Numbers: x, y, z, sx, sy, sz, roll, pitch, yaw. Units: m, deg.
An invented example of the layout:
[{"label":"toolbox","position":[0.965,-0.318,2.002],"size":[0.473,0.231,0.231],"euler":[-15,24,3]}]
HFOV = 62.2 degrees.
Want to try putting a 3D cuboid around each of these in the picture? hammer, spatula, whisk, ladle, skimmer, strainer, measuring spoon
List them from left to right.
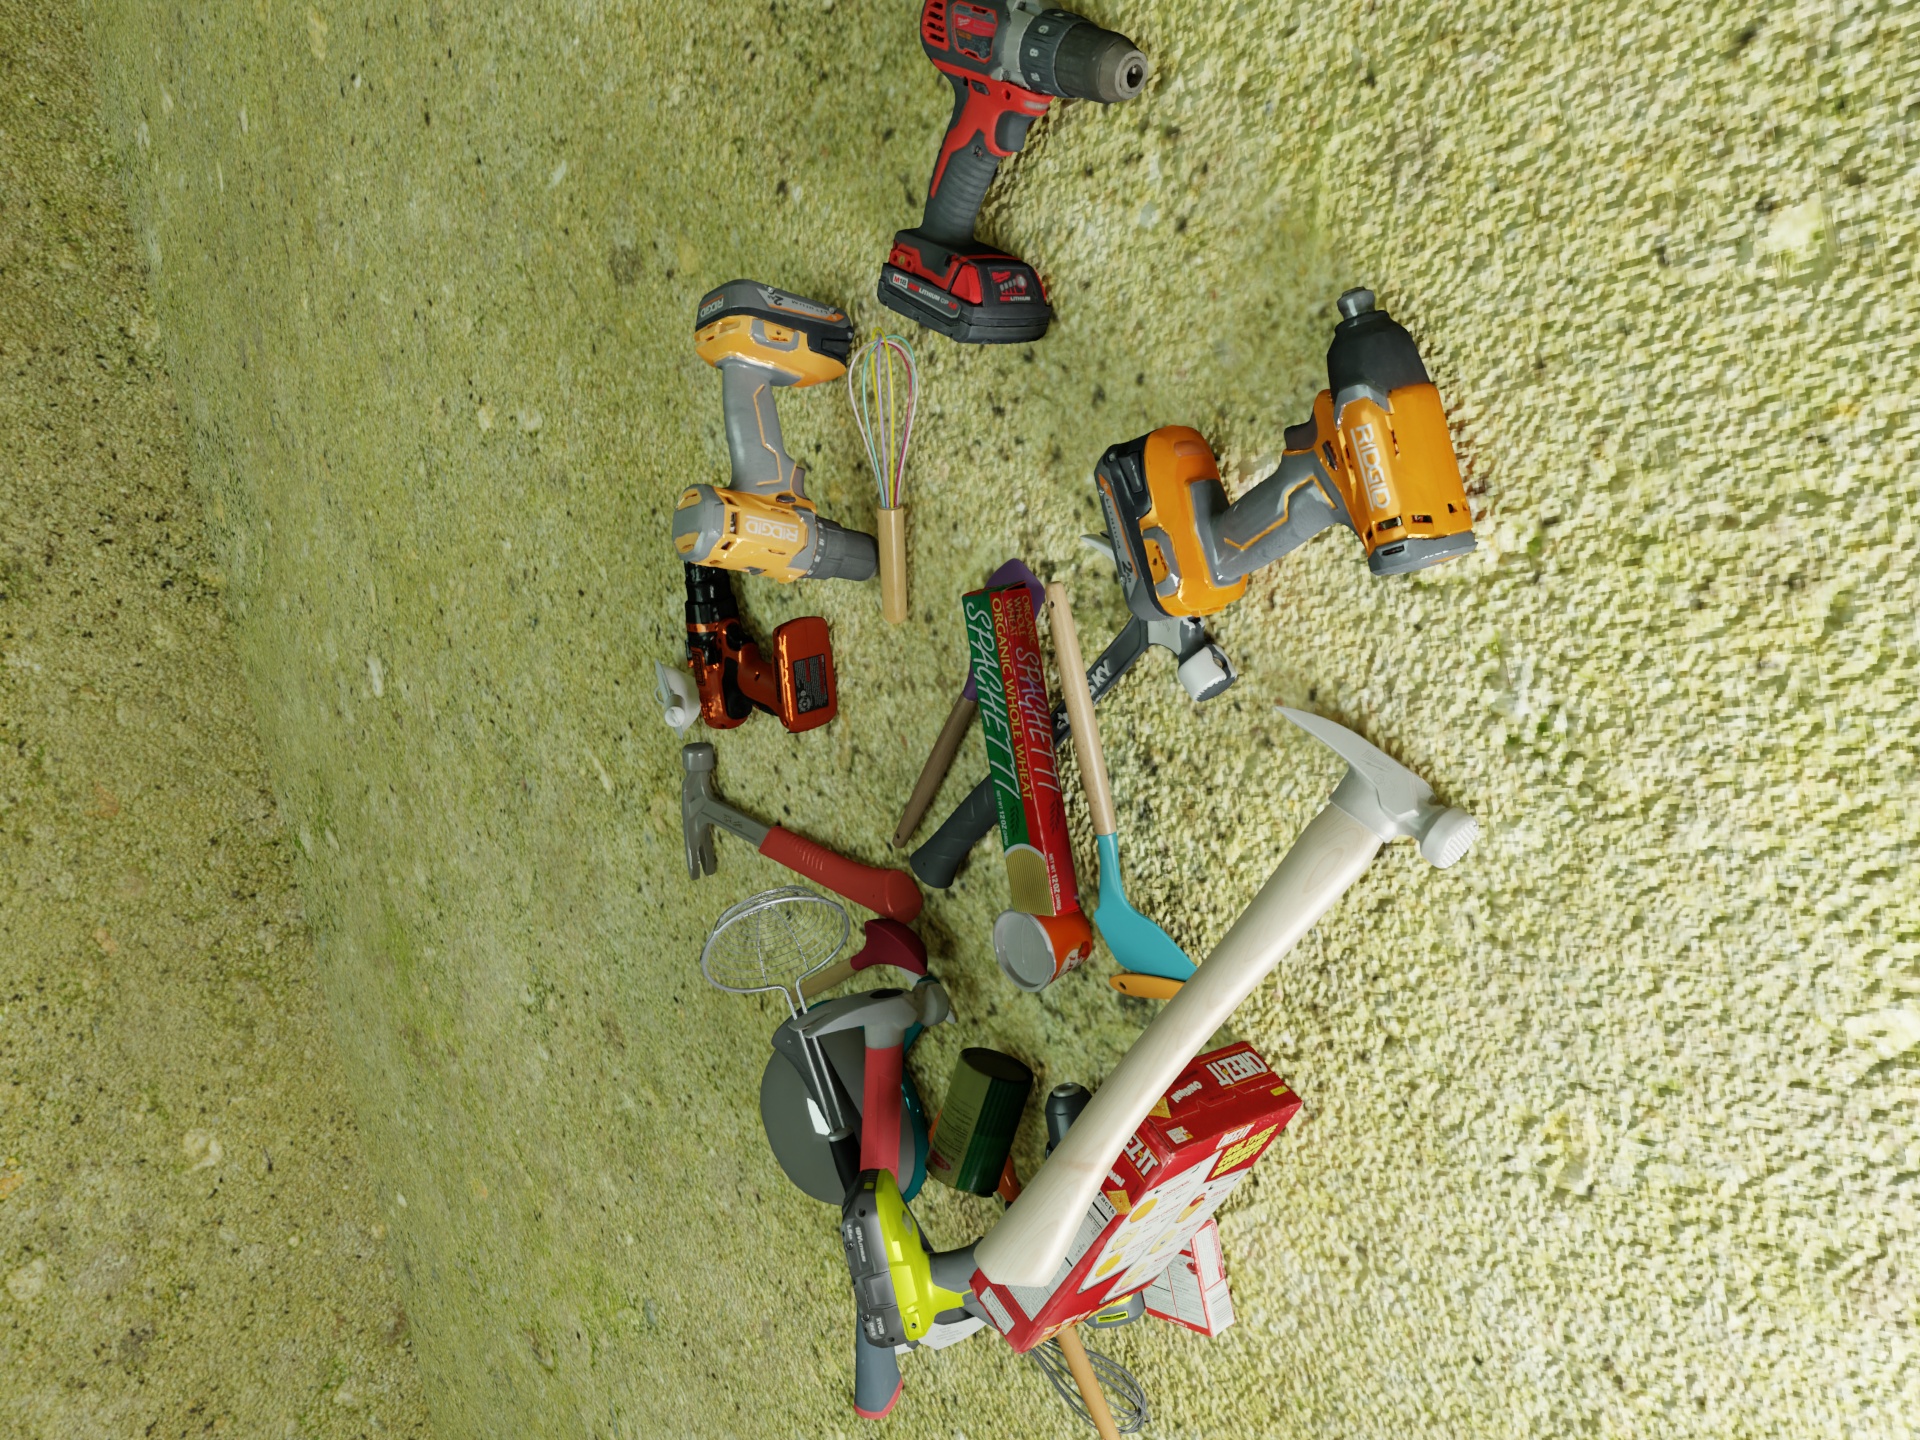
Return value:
[{"label":"strainer","position":[-0.275,-0.016,1.548],"size":[0.258,0.050,0.087],"euler":[-144,37,-78]},{"label":"hammer","position":[-0.163,0.133,1.530],"size":[0.359,0.036,0.149],"euler":[19,117,46]},{"label":"skimmer","position":[-0.117,0.307,1.346],"size":[0.090,0.127,0.363],"euler":[-147,39,-75]},{"label":"strainer","position":[-0.108,0.344,1.484],"size":[0.211,0.095,0.340],"euler":[54,140,23]},{"label":"ladle","position":[-0.106,0.233,1.483],"size":[0.069,0.031,0.315],"euler":[45,148,-5]},{"label":"hammer","position":[-0.082,0.417,1.350],"size":[0.038,0.143,0.386],"euler":[16,107,50]},{"label":"hammer","position":[-0.073,0.408,1.427],"size":[0.146,0.035,0.335],"euler":[-26,94,26]},{"label":"whisk","position":[-0.058,-0.195,1.285],"size":[0.047,0.051,0.244],"euler":[20,123,38]},{"label":"measuring spoon","position":[-0.040,0.224,1.435],"size":[0.124,0.018,0.034],"euler":[46,142,21]},{"label":"spatula","position":[-0.002,-0.004,1.301],"size":[0.060,0.018,0.315],"euler":[50,135,28]},{"label":"spatula","position":[0.058,0.466,1.343],"size":[0.323,0.041,0.081],"euler":[62,140,37]},{"label":"whisk","position":[0.059,0.524,1.352],"size":[0.239,0.055,0.055],"euler":[30,125,24]},{"label":"hammer","position":[0.056,0.018,1.225],"size":[0.149,0.036,0.408],"euler":[60,140,19]},{"label":"spatula","position":[0.105,0.051,1.139],"size":[0.082,0.044,0.317],"euler":[3,111,47]},{"label":"measuring spoon","position":[0.151,0.203,1.187],"size":[0.117,0.011,0.021],"euler":[-3,118,50]},{"label":"hammer","position":[0.138,0.182,1.000],"size":[0.146,0.038,0.410],"euler":[41,95,34]}]

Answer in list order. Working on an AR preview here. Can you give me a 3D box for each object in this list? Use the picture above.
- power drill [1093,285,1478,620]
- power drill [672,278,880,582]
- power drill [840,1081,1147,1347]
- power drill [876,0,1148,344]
[{"label":"power drill","position":[0.191,-0.154,0.967],"size":[0.226,0.084,0.164],"euler":[-13,92,47]},{"label":"power drill","position":[-0.138,-0.224,1.298],"size":[0.084,0.185,0.226],"euler":[-6,79,51]},{"label":"power drill","position":[0.025,0.400,1.273],"size":[0.080,0.228,0.190],"euler":[-75,-27,-84]},{"label":"power drill","position":[0.034,-0.375,1.086],"size":[0.188,0.080,0.226],"euler":[35,125,38]}]
